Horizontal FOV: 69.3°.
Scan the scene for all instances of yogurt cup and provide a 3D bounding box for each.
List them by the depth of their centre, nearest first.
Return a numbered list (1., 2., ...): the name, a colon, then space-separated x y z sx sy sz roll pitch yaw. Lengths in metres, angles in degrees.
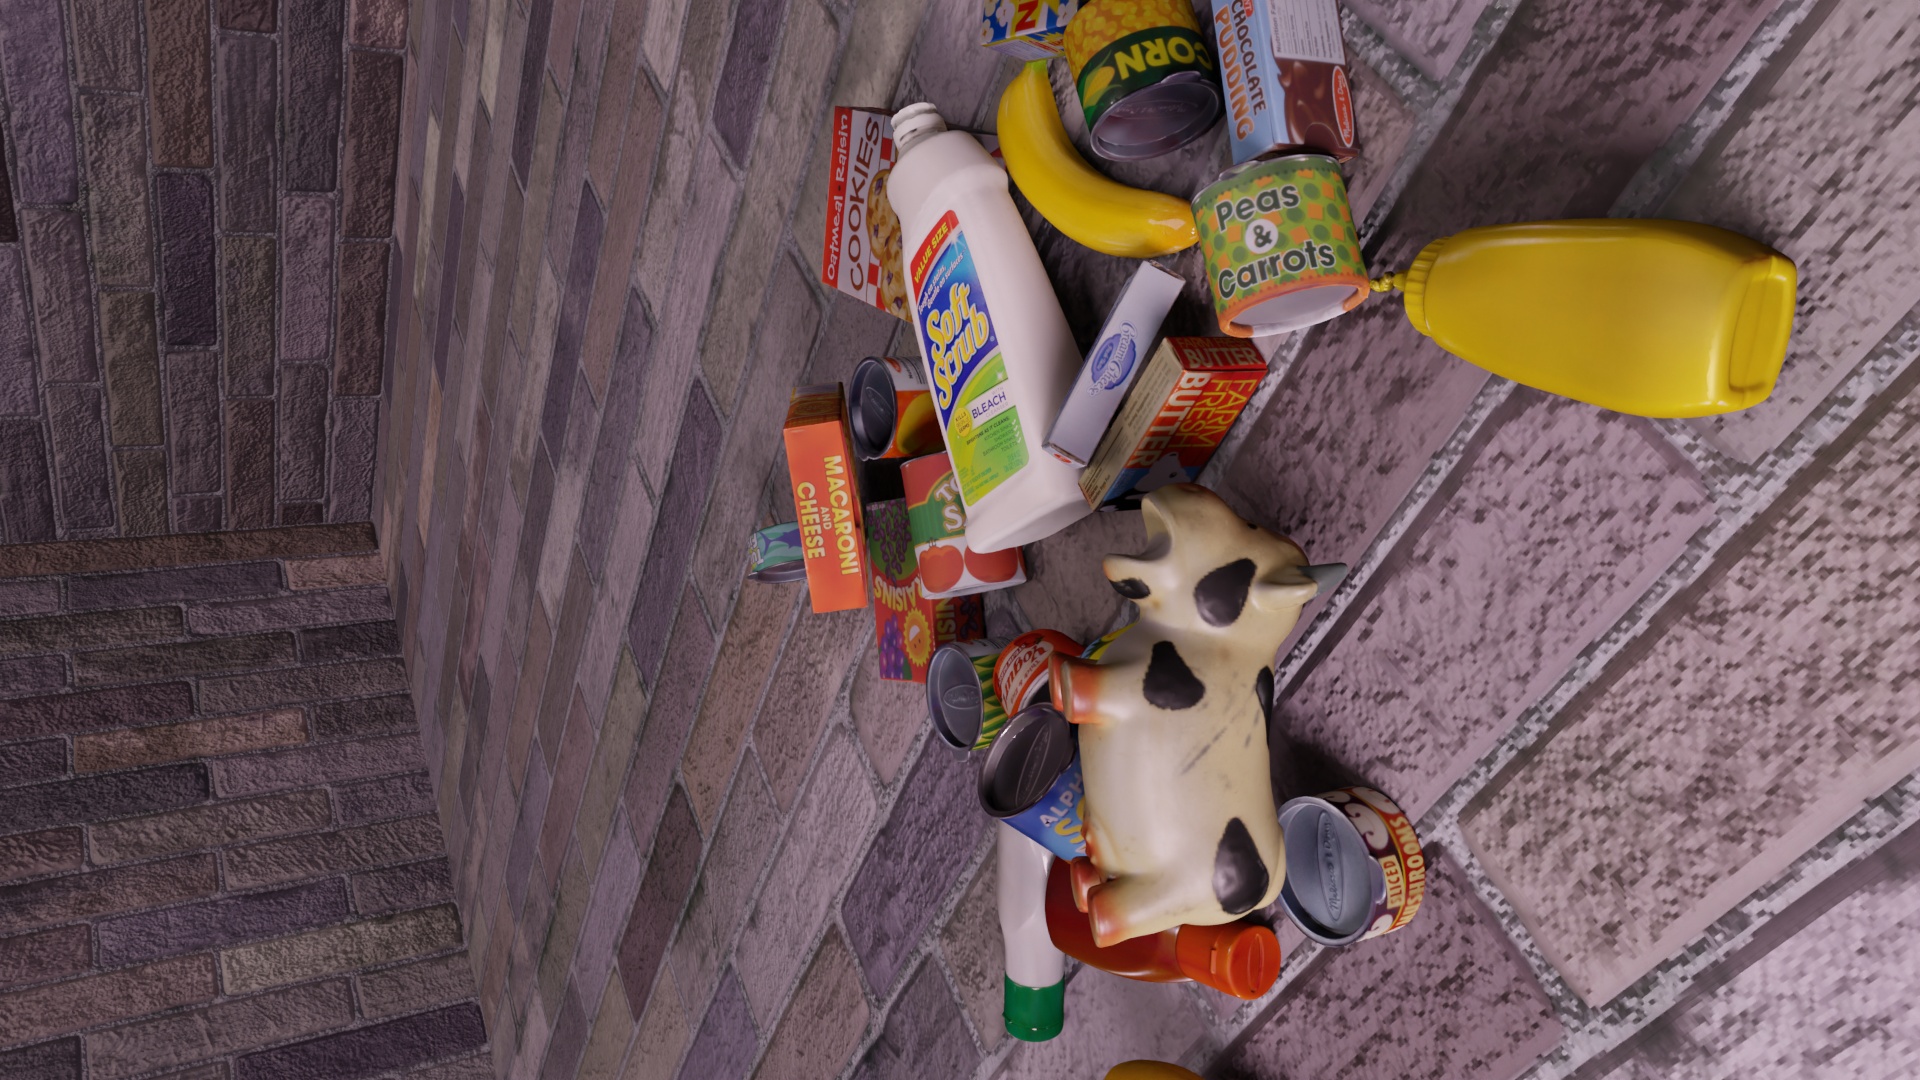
1. yogurt cup: 0.053 0.085 0.780 0.054 0.072 0.072 -136 49 -58

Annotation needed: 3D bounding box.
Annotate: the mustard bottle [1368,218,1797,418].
1. mustard bottle: 0.212 -0.087 0.502 0.160 0.049 0.065 30 120 55

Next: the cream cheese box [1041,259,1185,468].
1. cream cheese box: 0.074 -0.087 0.694 0.104 0.024 0.053 -62 2 0

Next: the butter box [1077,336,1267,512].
1. butter box: 0.103 -0.056 0.685 0.024 0.053 0.103 64 143 33

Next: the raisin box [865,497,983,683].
1. raisin box: -0.024 0.032 0.925 0.086 0.040 0.123 -7 87 59

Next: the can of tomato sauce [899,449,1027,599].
1. can of tomato sauce: 0.003 -0.011 0.846 0.071 0.071 0.083 -20 78 59

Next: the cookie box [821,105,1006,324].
1. cookie box: -0.034 -0.213 0.908 0.168 0.040 0.122 34 122 52

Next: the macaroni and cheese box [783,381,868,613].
1. macaroni and cheese box: -0.089 -0.035 0.942 0.167 0.040 0.123 -109 11 -75

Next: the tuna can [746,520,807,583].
1. tuna can: -0.133 0.009 1.074 0.071 0.071 0.033 -32 66 56

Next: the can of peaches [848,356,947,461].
1. can of peaches: -0.033 -0.085 0.906 0.071 0.058 0.071 15 108 57

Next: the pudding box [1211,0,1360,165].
1. pudding box: 0.141 -0.204 0.604 0.030 0.050 0.083 -15 81 60

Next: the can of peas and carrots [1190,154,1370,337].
1. can of peas and carrots: 0.137 -0.126 0.600 0.070 0.071 0.059 -26 73 58

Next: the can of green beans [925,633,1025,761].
1. can of green beans: 0.020 0.092 0.840 0.071 0.058 0.071 13 105 58

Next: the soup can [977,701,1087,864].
1. soup can: 0.063 0.133 0.727 0.071 0.083 0.072 -38 31 28

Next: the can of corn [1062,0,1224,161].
1. can of corn: 0.088 -0.228 0.671 0.071 0.071 0.058 -38 62 55

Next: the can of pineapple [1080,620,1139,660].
1. can of pineapple: 0.099 0.070 0.697 0.057 0.071 0.071 -33 66 56

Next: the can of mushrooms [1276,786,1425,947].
1. can of mushrooms: 0.172 0.144 0.616 0.071 0.033 0.071 12 104 59

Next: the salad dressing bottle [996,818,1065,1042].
1. salad dressing bottle: 0.046 0.225 0.832 0.064 0.044 0.147 -152 61 -62

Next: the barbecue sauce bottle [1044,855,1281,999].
1. barbecue sauce bottle: 0.103 0.203 0.731 0.148 0.044 0.065 1 85 59

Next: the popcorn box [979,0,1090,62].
1. popcorn box: 0.056 -0.322 0.724 0.085 0.038 0.126 15 100 53
